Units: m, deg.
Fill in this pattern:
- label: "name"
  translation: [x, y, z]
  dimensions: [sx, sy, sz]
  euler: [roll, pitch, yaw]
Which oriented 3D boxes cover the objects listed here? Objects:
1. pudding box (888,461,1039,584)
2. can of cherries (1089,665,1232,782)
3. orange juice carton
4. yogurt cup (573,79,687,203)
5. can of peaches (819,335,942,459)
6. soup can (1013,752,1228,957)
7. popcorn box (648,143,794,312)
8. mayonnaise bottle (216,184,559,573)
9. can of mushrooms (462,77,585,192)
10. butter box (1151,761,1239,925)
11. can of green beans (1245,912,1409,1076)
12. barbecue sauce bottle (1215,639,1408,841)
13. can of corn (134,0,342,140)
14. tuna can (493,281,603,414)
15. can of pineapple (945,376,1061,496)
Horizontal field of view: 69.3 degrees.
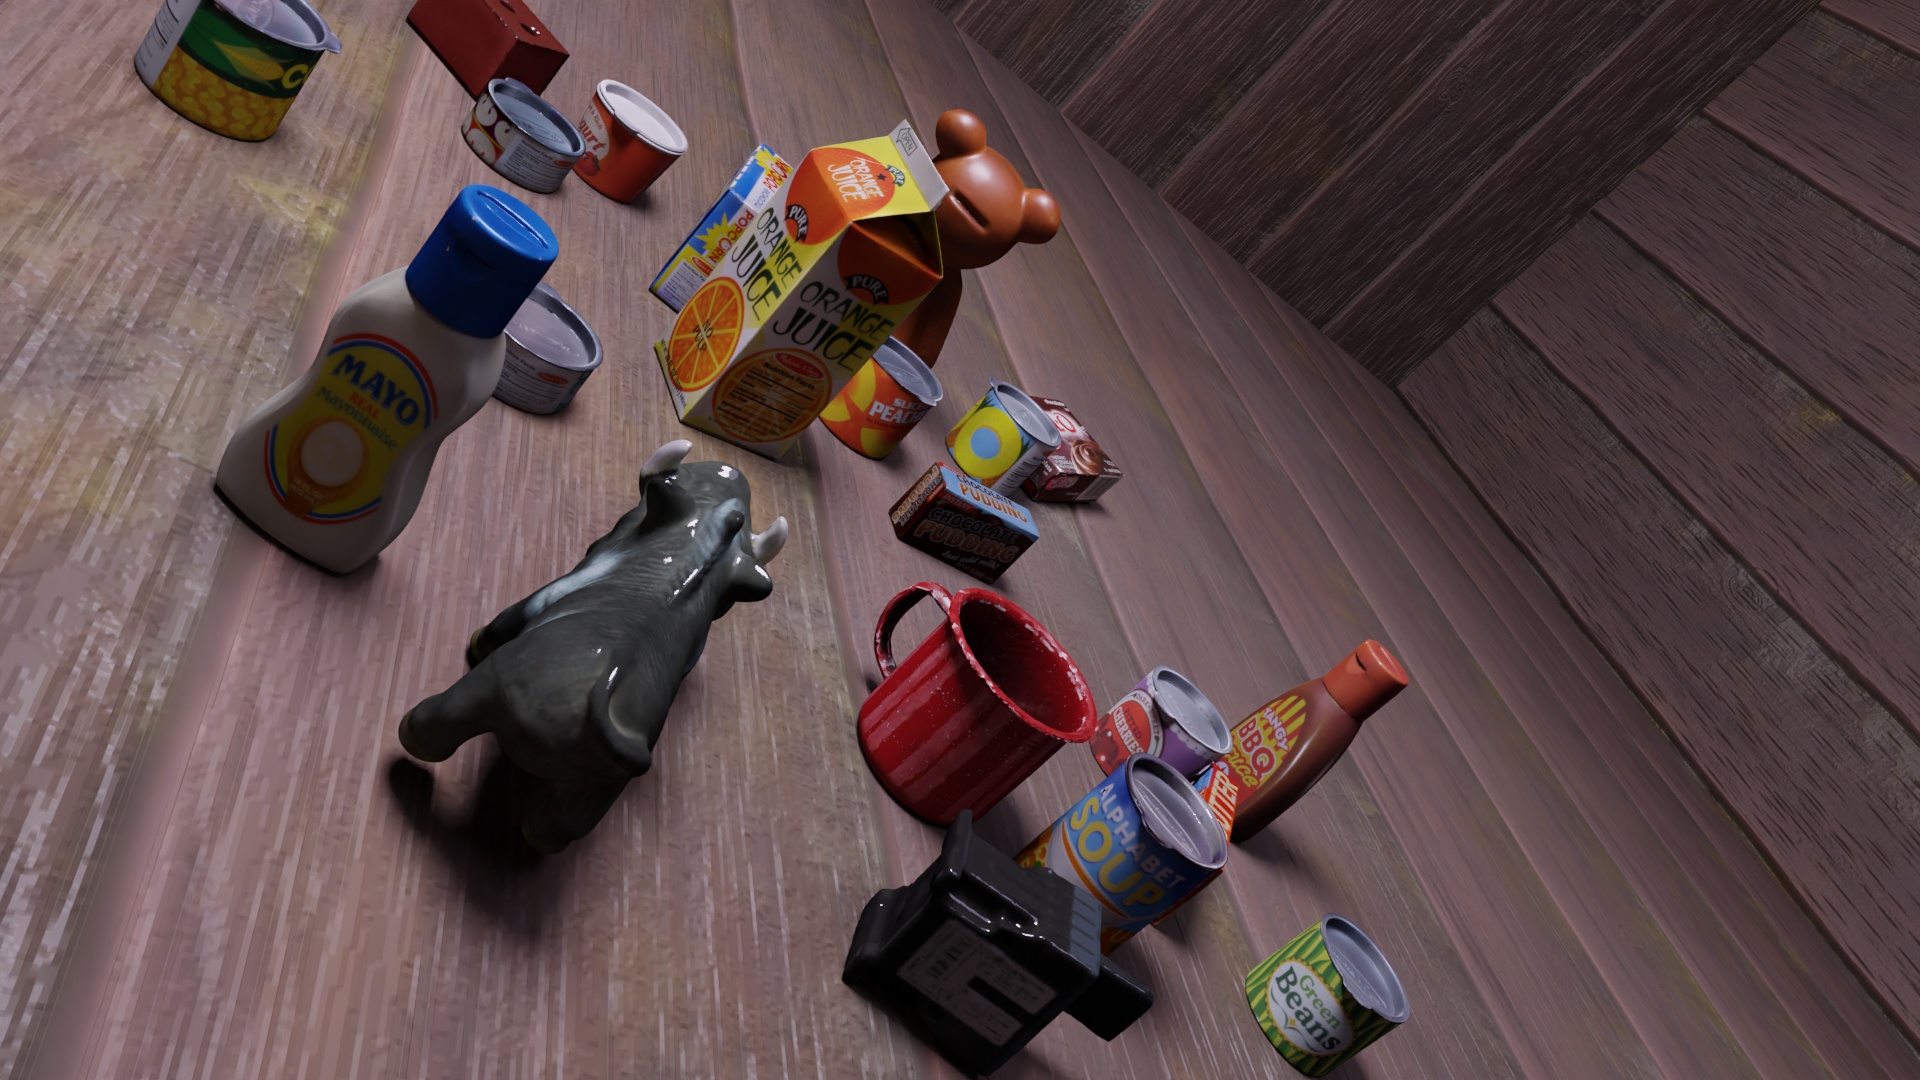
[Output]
- label: "pudding box"
  translation: [0.003, -0.011, 0.874]
  dimensions: [0.083, 0.049, 0.030]
  euler: [28, 28, -36]
- label: "can of cherries"
  translation: [0.118, 0.118, 0.835]
  dimensions: [0.071, 0.058, 0.072]
  euler: [37, 23, -19]
- label: "orange juice carton"
  translation: [-0.080, -0.142, 0.771]
  dimensions: [0.073, 0.192, 0.072]
  euler: [23, 31, -44]
- label: "yogurt cup"
  translation: [-0.223, -0.260, 0.915]
  dimensions: [0.072, 0.053, 0.073]
  euler: [37, 23, -19]
- label: "can of peaches"
  translation: [-0.054, -0.094, 0.909]
  dimensions: [0.071, 0.058, 0.071]
  euler: [37, 23, -19]
- label: "soup can"
  translation: [0.074, 0.153, 0.664]
  dimensions: [0.071, 0.083, 0.072]
  euler: [37, 23, -19]
- label: "popcorn box"
  translation: [-0.149, -0.200, 0.896]
  dimensions: [0.038, 0.085, 0.127]
  euler: [38, 23, -17]
- label: "mayonnaise bottle"
  translation: [-0.195, -0.057, 0.482]
  dimensions: [0.064, 0.147, 0.041]
  euler: [40, 22, -13]
- label: "can of mushrooms"
  translation: [-0.266, -0.247, 0.844]
  dimensions: [0.071, 0.033, 0.071]
  euler: [37, 23, -19]
- label: "butter box"
  translation: [0.124, 0.166, 0.768]
  dimensions: [0.024, 0.053, 0.104]
  euler: [45, 22, 0]
- label: "can of green beans"
  translation: [0.197, 0.245, 0.749]
  dimensions: [0.071, 0.057, 0.071]
  euler: [37, 23, -19]
- label: "barbecue sauce bottle"
  translation: [0.213, 0.122, 0.871]
  dimensions: [0.043, 0.148, 0.065]
  euler: [31, 26, -31]
- label: "can of corn"
  translation: [-0.340, -0.231, 0.656]
  dimensions: [0.071, 0.058, 0.071]
  euler: [37, 23, -19]
- label: "tuna can"
  translation: [-0.212, -0.097, 0.677]
  dimensions: [0.071, 0.032, 0.071]
  euler: [37, 23, -19]
- label: "can of pineapple"
  translation: [0.030, -0.076, 1.023]
  dimensions: [0.071, 0.057, 0.071]
  euler: [37, 23, -19]
